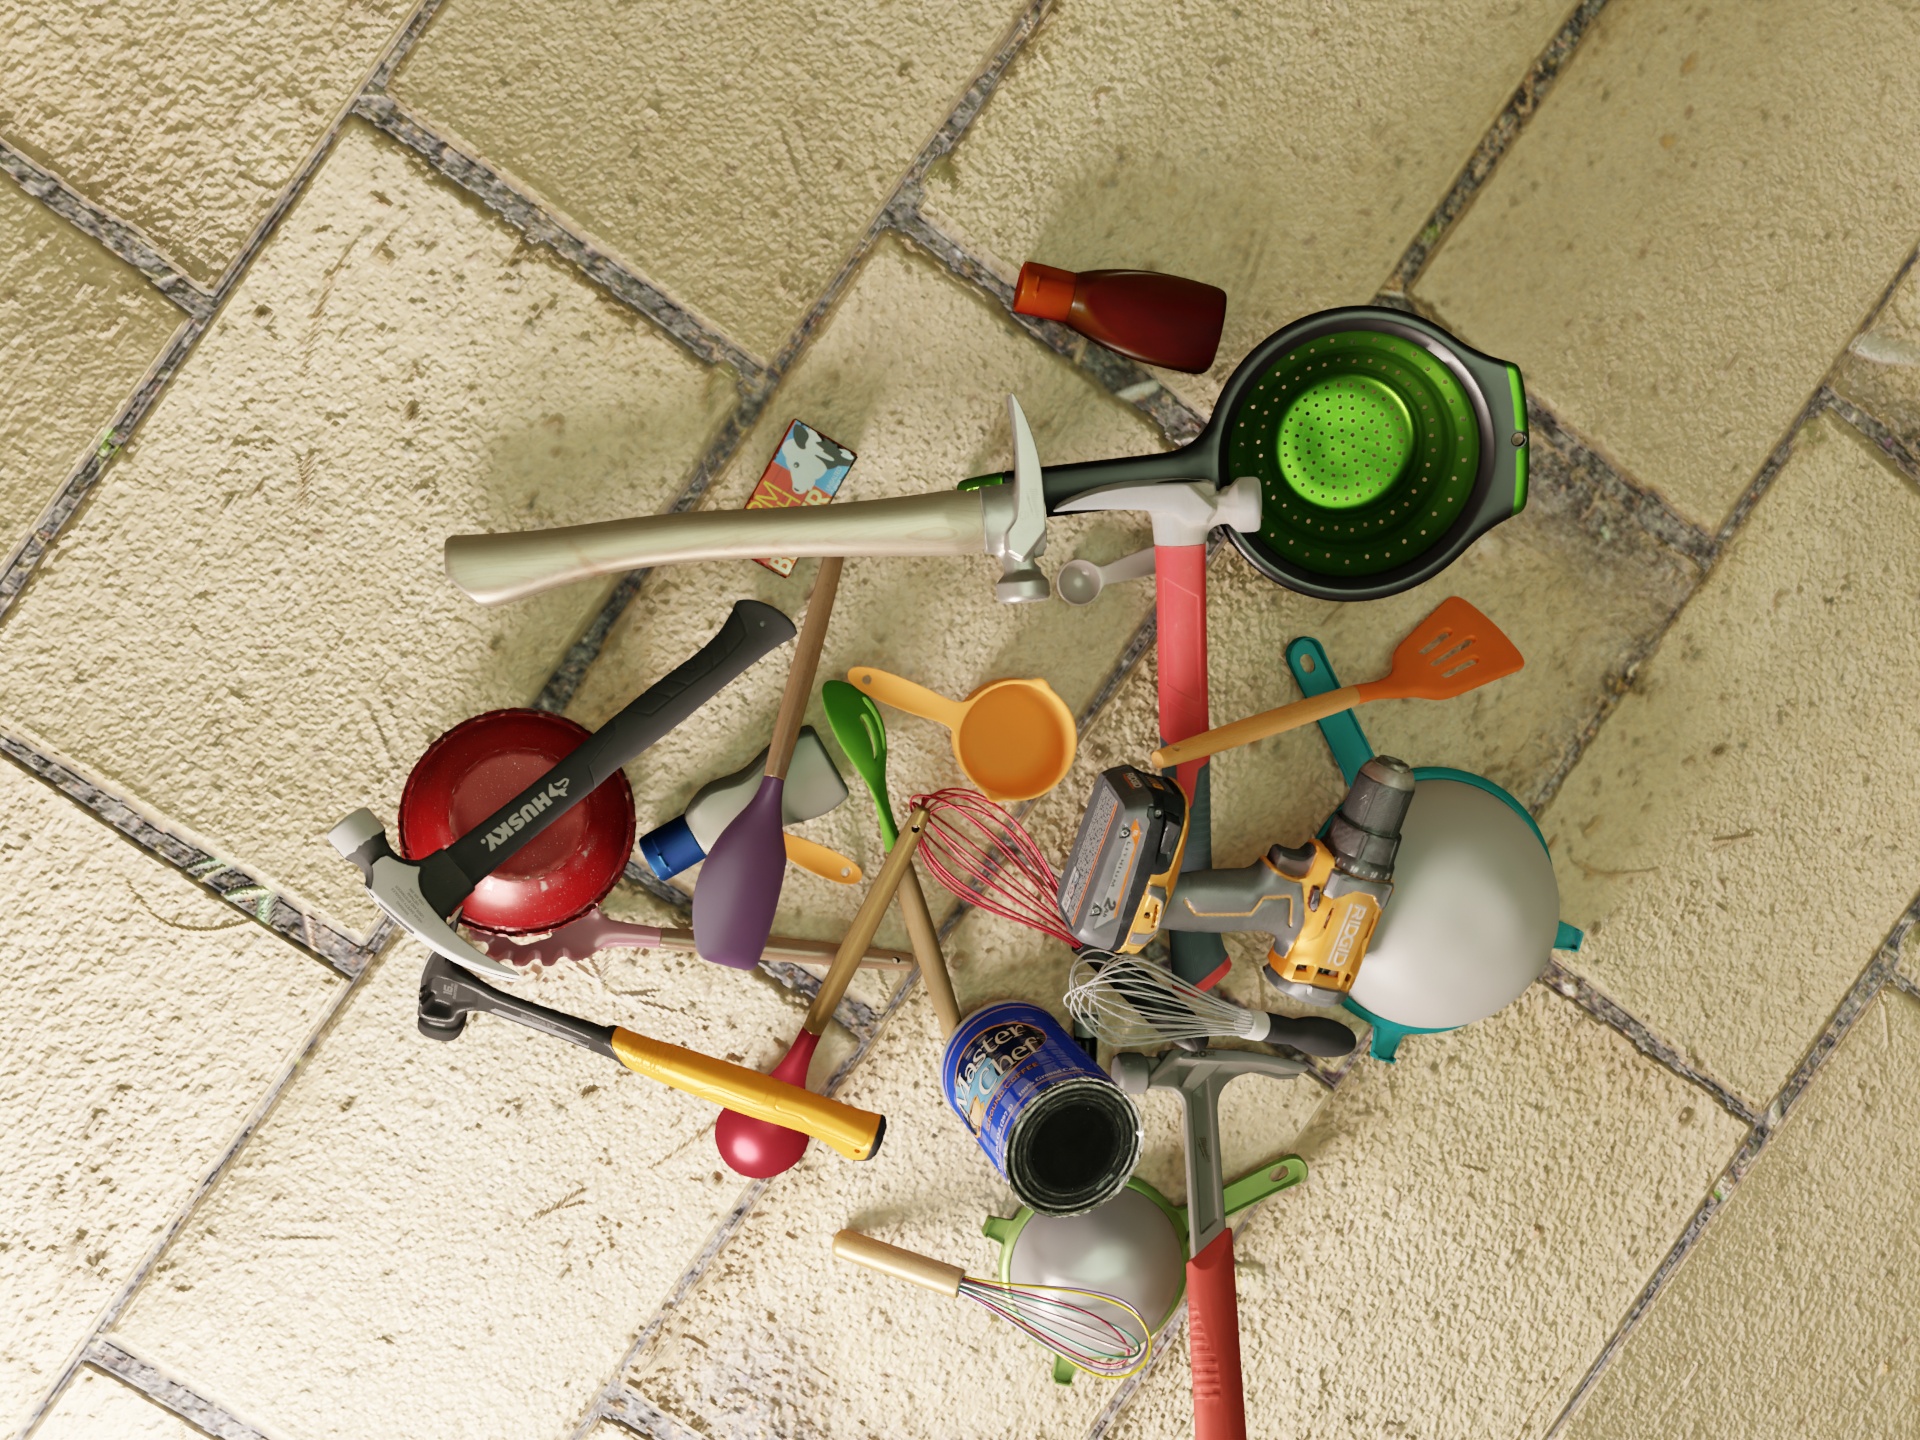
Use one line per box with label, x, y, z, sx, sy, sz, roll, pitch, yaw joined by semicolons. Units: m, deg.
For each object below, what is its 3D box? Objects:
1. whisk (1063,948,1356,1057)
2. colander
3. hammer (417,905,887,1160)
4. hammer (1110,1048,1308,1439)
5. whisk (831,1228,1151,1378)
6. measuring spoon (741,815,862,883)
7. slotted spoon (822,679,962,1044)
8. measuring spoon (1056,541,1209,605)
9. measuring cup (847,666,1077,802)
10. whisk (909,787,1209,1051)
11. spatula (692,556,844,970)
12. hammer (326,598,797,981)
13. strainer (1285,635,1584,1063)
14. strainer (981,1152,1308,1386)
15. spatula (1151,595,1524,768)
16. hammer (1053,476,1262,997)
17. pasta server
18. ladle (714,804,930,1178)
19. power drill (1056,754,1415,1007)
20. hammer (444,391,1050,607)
whisk;0.190;0.219;1.161;0.284;0.070;0.070;17;93;-32
colander;0.198;-0.187;1.154;0.397;0.094;0.204;-5;106;10
hammer;-0.209;0.229;1.099;0.337;0.034;0.127;21;135;-4
hammer;0.189;0.414;1.137;0.149;0.036;0.359;4;63;-8
whisk;0.019;0.422;1.157;0.245;0.051;0.047;14;110;15
measuring spoon;-0.115;0.093;1.141;0.116;0.011;0.021;30;89;-39
slotted spoon;-0.039;0.116;1.159;0.031;0.070;0.313;-13;104;16
measuring spoon;0.127;-0.114;1.181;0.124;0.018;0.034;-17;97;-13
measuring cup;-0.002;-0.004;1.152;0.173;0.052;0.095;22;92;-8
whisk;0.076;0.149;1.170;0.295;0.073;0.073;41;88;-11
spatula;-0.125;0.015;1.108;0.059;0.018;0.316;20;76;-22
hammer;-0.239;0.029;1.067;0.335;0.035;0.146;-41;93;-25
strainer;0.339;0.089;1.188;0.211;0.095;0.340;-30;100;-5
strainer;0.155;0.400;1.202;0.256;0.069;0.151;-25;98;-4
spatula;0.267;-0.019;1.139;0.322;0.041;0.081;-16;54;-30
hammer;0.147;0.019;1.154;0.143;0.038;0.386;-1;107;10
pasta server;-0.188;0.159;1.145;0.316;0.040;0.060;7;78;-10
ladle;-0.094;0.200;1.140;0.069;0.031;0.315;25;100;-7
power drill;0.201;0.094;1.111;0.226;0.084;0.185;14;106;-15
hammer;-0.146;-0.138;1.099;0.410;0.038;0.146;-5;94;-5
